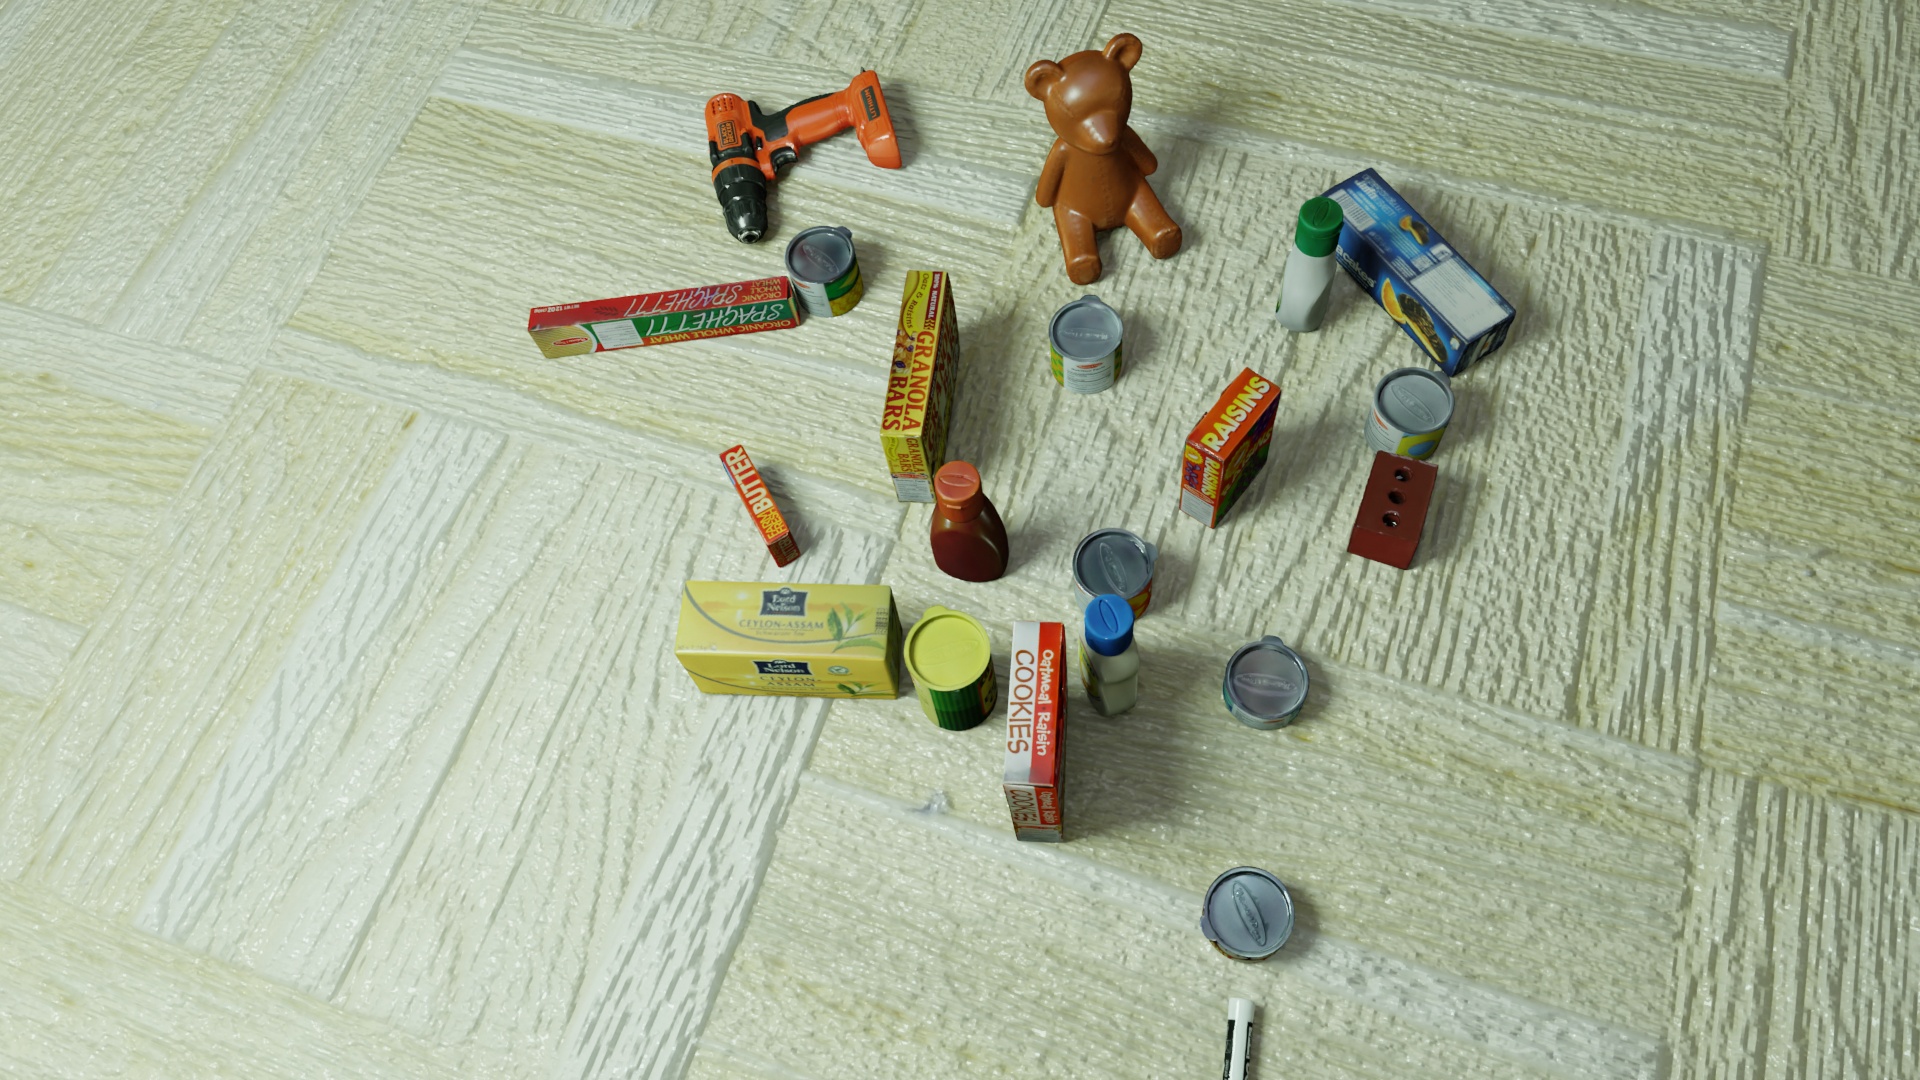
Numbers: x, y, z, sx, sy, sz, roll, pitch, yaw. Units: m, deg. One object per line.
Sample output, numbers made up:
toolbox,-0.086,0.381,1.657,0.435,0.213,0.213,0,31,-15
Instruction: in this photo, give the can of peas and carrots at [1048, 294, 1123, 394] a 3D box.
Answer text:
can of peas and carrots,0.113,-0.176,1.252,0.071,0.058,0.071,-2,64,5

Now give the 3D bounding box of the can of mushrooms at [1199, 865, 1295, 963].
can of mushrooms,0.211,0.280,1.035,0.071,0.033,0.071,-2,64,5

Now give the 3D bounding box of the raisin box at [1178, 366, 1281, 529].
raisin box,0.223,-0.075,1.156,0.040,0.123,0.086,35,73,20

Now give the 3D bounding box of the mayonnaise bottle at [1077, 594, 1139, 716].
mayonnaise bottle,0.114,0.086,1.075,0.041,0.147,0.065,-21,64,-4

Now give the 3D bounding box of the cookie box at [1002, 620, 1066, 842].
cookie box,0.060,0.146,1.040,0.040,0.166,0.123,1,65,6

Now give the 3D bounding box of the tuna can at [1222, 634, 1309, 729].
tuna can,0.244,0.114,1.113,0.071,0.032,0.071,-2,64,5

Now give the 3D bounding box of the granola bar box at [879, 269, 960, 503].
granola bar box,-0.032,-0.132,1.208,0.039,0.123,0.166,4,65,8

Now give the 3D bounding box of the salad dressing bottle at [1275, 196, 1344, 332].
salad dressing bottle,0.306,-0.240,1.215,0.044,0.147,0.064,24,69,16

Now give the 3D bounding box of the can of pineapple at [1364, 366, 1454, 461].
can of pineapple,0.386,-0.107,1.192,0.071,0.057,0.071,-2,64,5

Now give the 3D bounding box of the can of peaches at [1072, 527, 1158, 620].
can of peaches,0.129,0.030,1.150,0.071,0.058,0.071,-2,64,5

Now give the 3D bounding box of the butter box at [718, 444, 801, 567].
butter box,-0.175,-0.030,1.212,0.024,0.053,0.104,-28,65,-8

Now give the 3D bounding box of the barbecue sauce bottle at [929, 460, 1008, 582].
barbecue sauce bottle,0.004,-0.014,1.134,0.065,0.148,0.044,8,66,10

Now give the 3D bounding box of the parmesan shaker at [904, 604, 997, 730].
parmesan shaker,-0.006,0.102,1.104,0.071,0.102,0.071,-2,64,5

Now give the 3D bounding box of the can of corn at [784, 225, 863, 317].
can of corn,-0.126,-0.255,1.313,0.071,0.058,0.071,-2,64,5

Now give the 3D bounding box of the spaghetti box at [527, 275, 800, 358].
spaghetti box,-0.277,-0.210,1.311,0.250,0.050,0.029,-7,64,2
